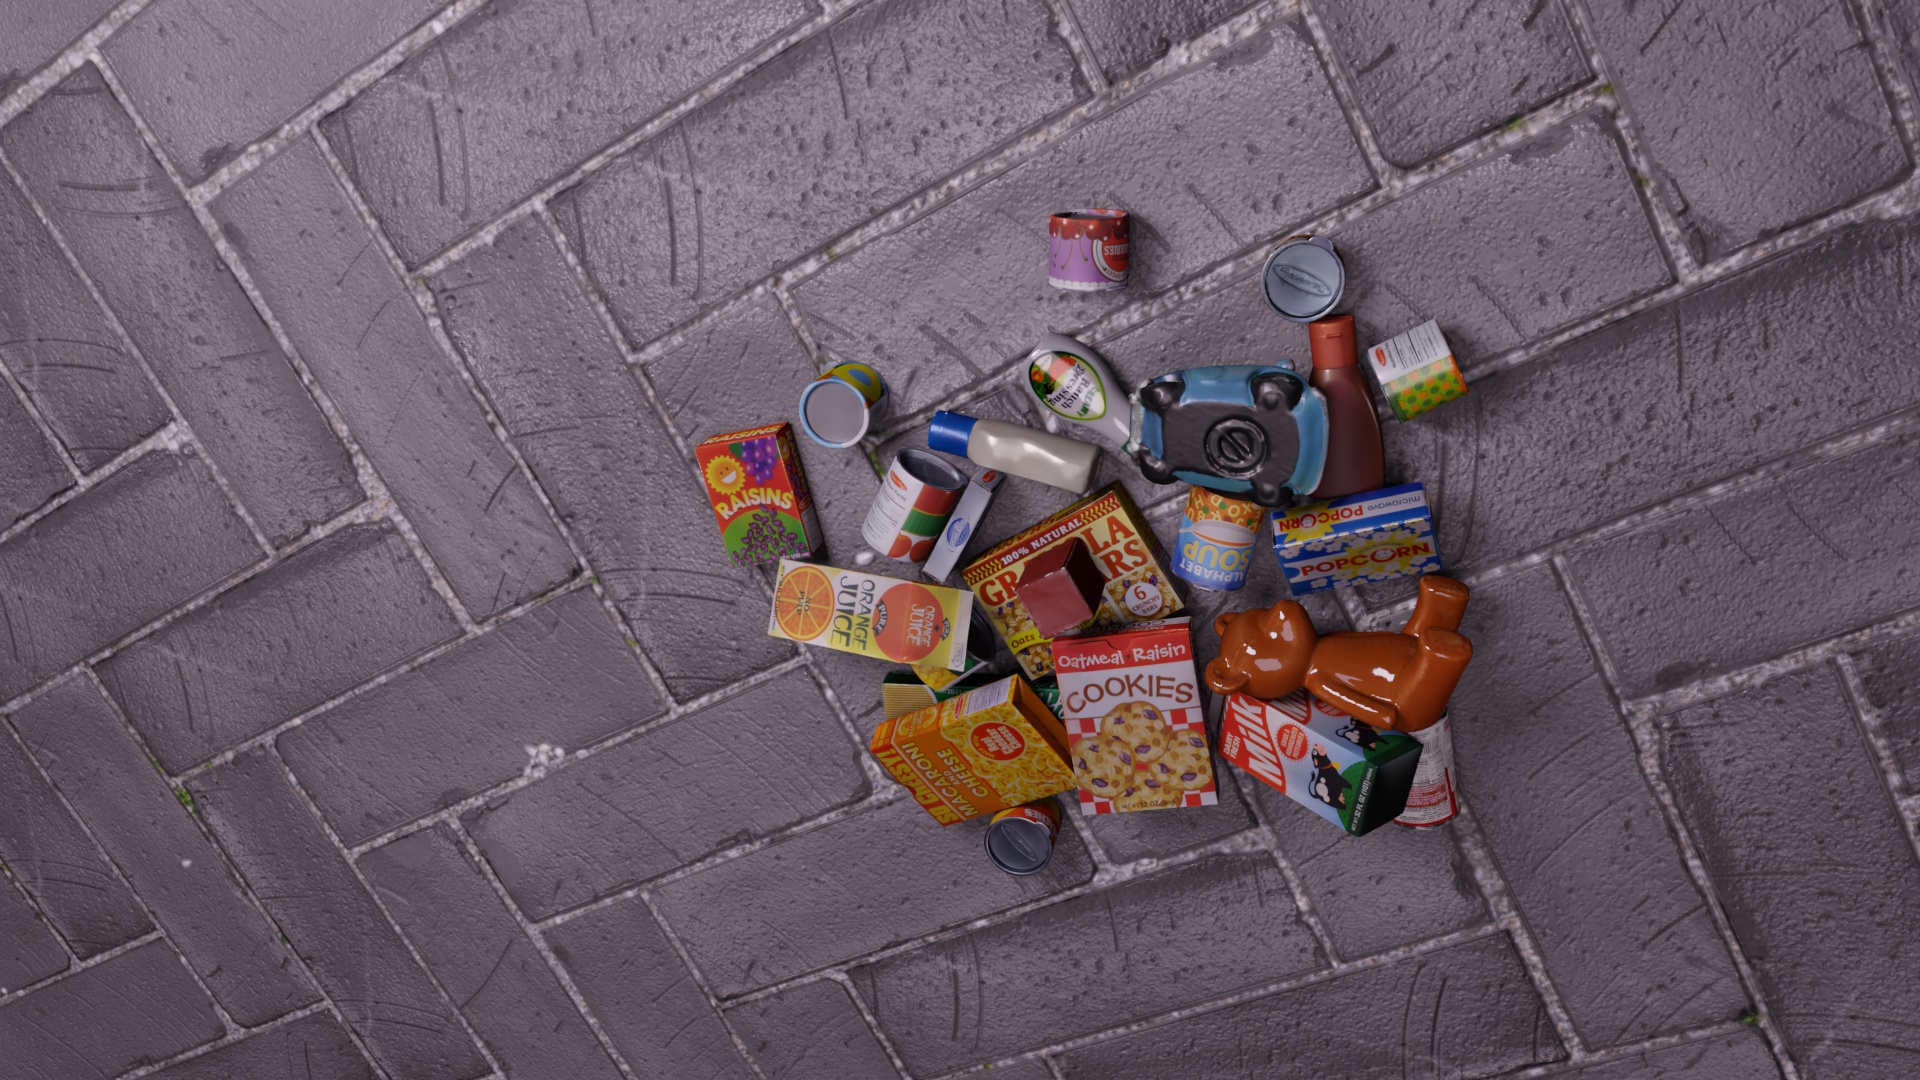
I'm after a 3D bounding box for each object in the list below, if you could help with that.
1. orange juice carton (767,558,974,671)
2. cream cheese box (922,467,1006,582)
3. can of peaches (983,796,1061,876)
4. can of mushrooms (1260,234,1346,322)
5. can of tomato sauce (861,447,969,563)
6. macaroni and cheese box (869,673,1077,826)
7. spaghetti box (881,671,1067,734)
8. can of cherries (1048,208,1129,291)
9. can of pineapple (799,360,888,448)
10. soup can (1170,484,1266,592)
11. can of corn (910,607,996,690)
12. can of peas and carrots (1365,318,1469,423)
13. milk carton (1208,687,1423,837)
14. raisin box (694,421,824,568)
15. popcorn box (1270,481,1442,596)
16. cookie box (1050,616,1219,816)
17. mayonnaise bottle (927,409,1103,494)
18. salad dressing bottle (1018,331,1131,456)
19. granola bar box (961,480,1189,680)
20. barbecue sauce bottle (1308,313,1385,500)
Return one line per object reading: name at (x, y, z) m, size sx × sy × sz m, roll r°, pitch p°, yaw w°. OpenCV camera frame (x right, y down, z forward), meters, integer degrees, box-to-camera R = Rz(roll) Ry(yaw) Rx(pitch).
orange juice carton at (-0.074, 0.067, 1.249) m, size 0.193 × 0.073 × 0.072 m, roll 9°, pitch 89°, yaw 32°
cream cheese box at (0.004, -0.016, 1.248) m, size 0.024 × 0.053 × 0.103 m, roll 31°, pitch 115°, yaw 6°
can of peaches at (0.063, 0.280, 1.346) m, size 0.071 × 0.058 × 0.071 m, roll 5°, pitch 111°, yaw 13°
can of mushrooms at (0.276, -0.212, 1.112) m, size 0.071 × 0.033 × 0.070 m, roll 5°, pitch 112°, yaw 13°
can of tomato sauce at (-0.042, -0.031, 1.249) m, size 0.071 × 0.071 × 0.082 m, roll 29°, pitch 116°, yaw 2°
macaroni and cheese box at (0.017, 0.201, 1.308) m, size 0.166 × 0.040 × 0.123 m, roll -24°, pitch 120°, yaw 29°
spaghetti box at (0.048, 0.154, 1.317) m, size 0.250 × 0.029 × 0.050 m, roll 0°, pitch 112°, yaw 15°
can of cherries at (0.107, -0.236, 1.127) m, size 0.071 × 0.072 × 0.058 m, roll 4°, pitch 111°, yaw 13°
can of pineapple at (-0.105, -0.122, 1.233) m, size 0.071 × 0.058 × 0.070 m, roll 5°, pitch 112°, yaw 13°
soup can at (0.221, -0.007, 1.185) m, size 0.071 × 0.071 × 0.083 m, roll 15°, pitch 114°, yaw 9°
can of corn at (-0.012, 0.096, 1.289) m, size 0.058 × 0.071 × 0.071 m, roll -36°, pitch 99°, yaw 24°
can of peas and carrots at (0.364, -0.133, 1.103) m, size 0.058 × 0.071 × 0.071 m, roll -25°, pitch 103°, yaw 22°
milk carton at (0.294, 0.172, 1.210) m, size 0.191 × 0.074 × 0.072 m, roll 29°, pitch 121°, yaw 41°
raisin box at (-0.186, -0.042, 1.297) m, size 0.086 × 0.040 × 0.123 m, roll -8°, pitch 110°, yaw 18°
popcorn box at (0.330, 0.000, 1.155) m, size 0.126 × 0.038 × 0.085 m, roll -12°, pitch 145°, yaw 19°
cookie box at (0.156, 0.157, 1.232) m, size 0.123 × 0.040 × 0.167 m, roll -8°, pitch 103°, yaw 14°
mayonnaise bottle at (0.046, -0.079, 1.210) m, size 0.148 × 0.065 × 0.041 m, roll 15°, pitch 112°, yaw 13°
salad dressing bottle at (0.119, -0.116, 1.184) m, size 0.147 × 0.044 × 0.064 m, roll 38°, pitch 114°, yaw -2°
granola bar box at (0.102, 0.038, 1.251) m, size 0.165 × 0.039 × 0.124 m, roll -29°, pitch 101°, yaw 22°
barbecue sauce bottle at (0.310, -0.109, 1.137) m, size 0.065 × 0.044 × 0.148 m, roll -6°, pitch 109°, yaw 13°
